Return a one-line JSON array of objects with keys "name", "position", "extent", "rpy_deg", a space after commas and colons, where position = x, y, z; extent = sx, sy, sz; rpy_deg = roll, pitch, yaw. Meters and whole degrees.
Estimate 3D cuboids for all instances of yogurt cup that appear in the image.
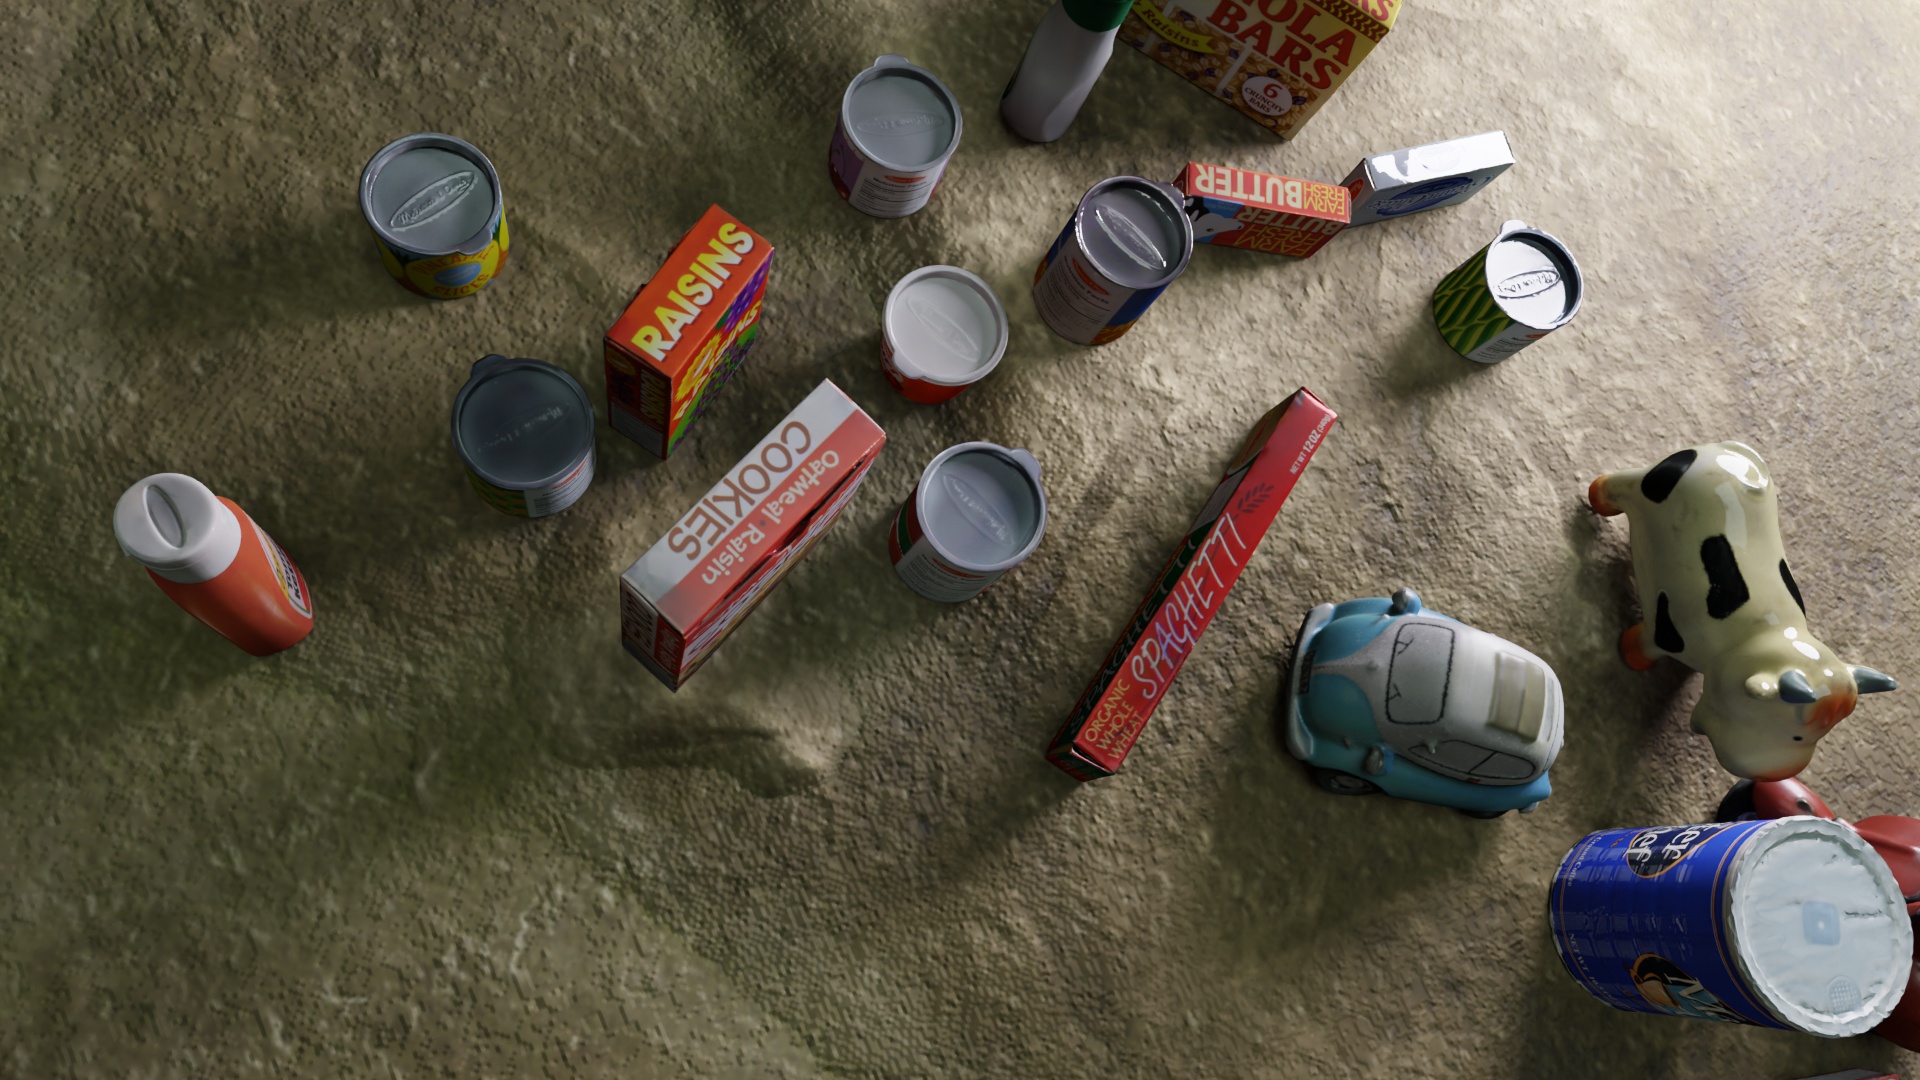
[{"name": "yogurt cup", "position": [-0.013, -0.108, 0.754], "extent": [0.072, 0.053, 0.072], "rpy_deg": [3, 75, -13]}]

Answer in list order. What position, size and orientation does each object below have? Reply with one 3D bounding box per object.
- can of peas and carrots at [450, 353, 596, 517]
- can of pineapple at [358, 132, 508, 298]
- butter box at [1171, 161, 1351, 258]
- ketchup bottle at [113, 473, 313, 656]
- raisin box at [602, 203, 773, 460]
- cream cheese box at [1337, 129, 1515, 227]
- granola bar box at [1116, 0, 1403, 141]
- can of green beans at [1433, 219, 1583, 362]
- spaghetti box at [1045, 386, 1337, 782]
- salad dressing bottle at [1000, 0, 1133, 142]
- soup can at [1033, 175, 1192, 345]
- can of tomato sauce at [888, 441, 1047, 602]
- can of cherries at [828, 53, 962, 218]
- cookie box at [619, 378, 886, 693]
[{"name": "can of peas and carrots", "position": [-0.216, -0.051, 0.688], "extent": [0.071, 0.058, 0.071], "rpy_deg": [3, 75, -13]}, {"name": "can of pineapple", "position": [-0.265, -0.162, 0.705], "extent": [0.071, 0.057, 0.071], "rpy_deg": [3, 75, -13]}, {"name": "butter box", "position": [0.172, -0.195, 0.822], "extent": [0.103, 0.053, 0.024], "rpy_deg": [6, 75, -12]}, {"name": "ketchup bottle", "position": [-0.321, 0.009, 0.599], "extent": [0.044, 0.148, 0.065], "rpy_deg": [-29, 84, -18]}, {"name": "raisin box", "position": [-0.135, -0.099, 0.686], "extent": [0.040, 0.123, 0.086], "rpy_deg": [35, 71, -3]}, {"name": "cream cheese box", "position": [0.282, -0.222, 0.855], "extent": [0.104, 0.053, 0.024], "rpy_deg": [-15, 80, -17]}, {"name": "granola bar box", "position": [0.158, -0.320, 0.813], "extent": [0.165, 0.124, 0.039], "rpy_deg": [30, 72, -5]}, {"name": "can of green beans", "position": [0.332, -0.148, 0.846], "extent": [0.071, 0.057, 0.071], "rpy_deg": [3, 75, -13]}, {"name": "spaghetti box", "position": [0.127, 0.022, 0.756], "extent": [0.028, 0.050, 0.251], "rpy_deg": [36, 71, -3]}, {"name": "salad dressing bottle", "position": [0.062, -0.276, 0.766], "extent": [0.044, 0.147, 0.064], "rpy_deg": [38, 71, -2]}, {"name": "soup can", "position": [0.085, -0.155, 0.774], "extent": [0.071, 0.083, 0.071], "rpy_deg": [3, 75, -13]}, {"name": "can of tomato sauce", "position": [0.003, -0.009, 0.717], "extent": [0.071, 0.083, 0.071], "rpy_deg": [3, 75, -13]}, {"name": "can of cherries", "position": [-0.038, -0.225, 0.776], "extent": [0.071, 0.058, 0.071], "rpy_deg": [3, 75, -13]}, {"name": "cookie box", "position": [-0.100, 0.004, 0.644], "extent": [0.040, 0.167, 0.123], "rpy_deg": [43, 71, 0]}]
